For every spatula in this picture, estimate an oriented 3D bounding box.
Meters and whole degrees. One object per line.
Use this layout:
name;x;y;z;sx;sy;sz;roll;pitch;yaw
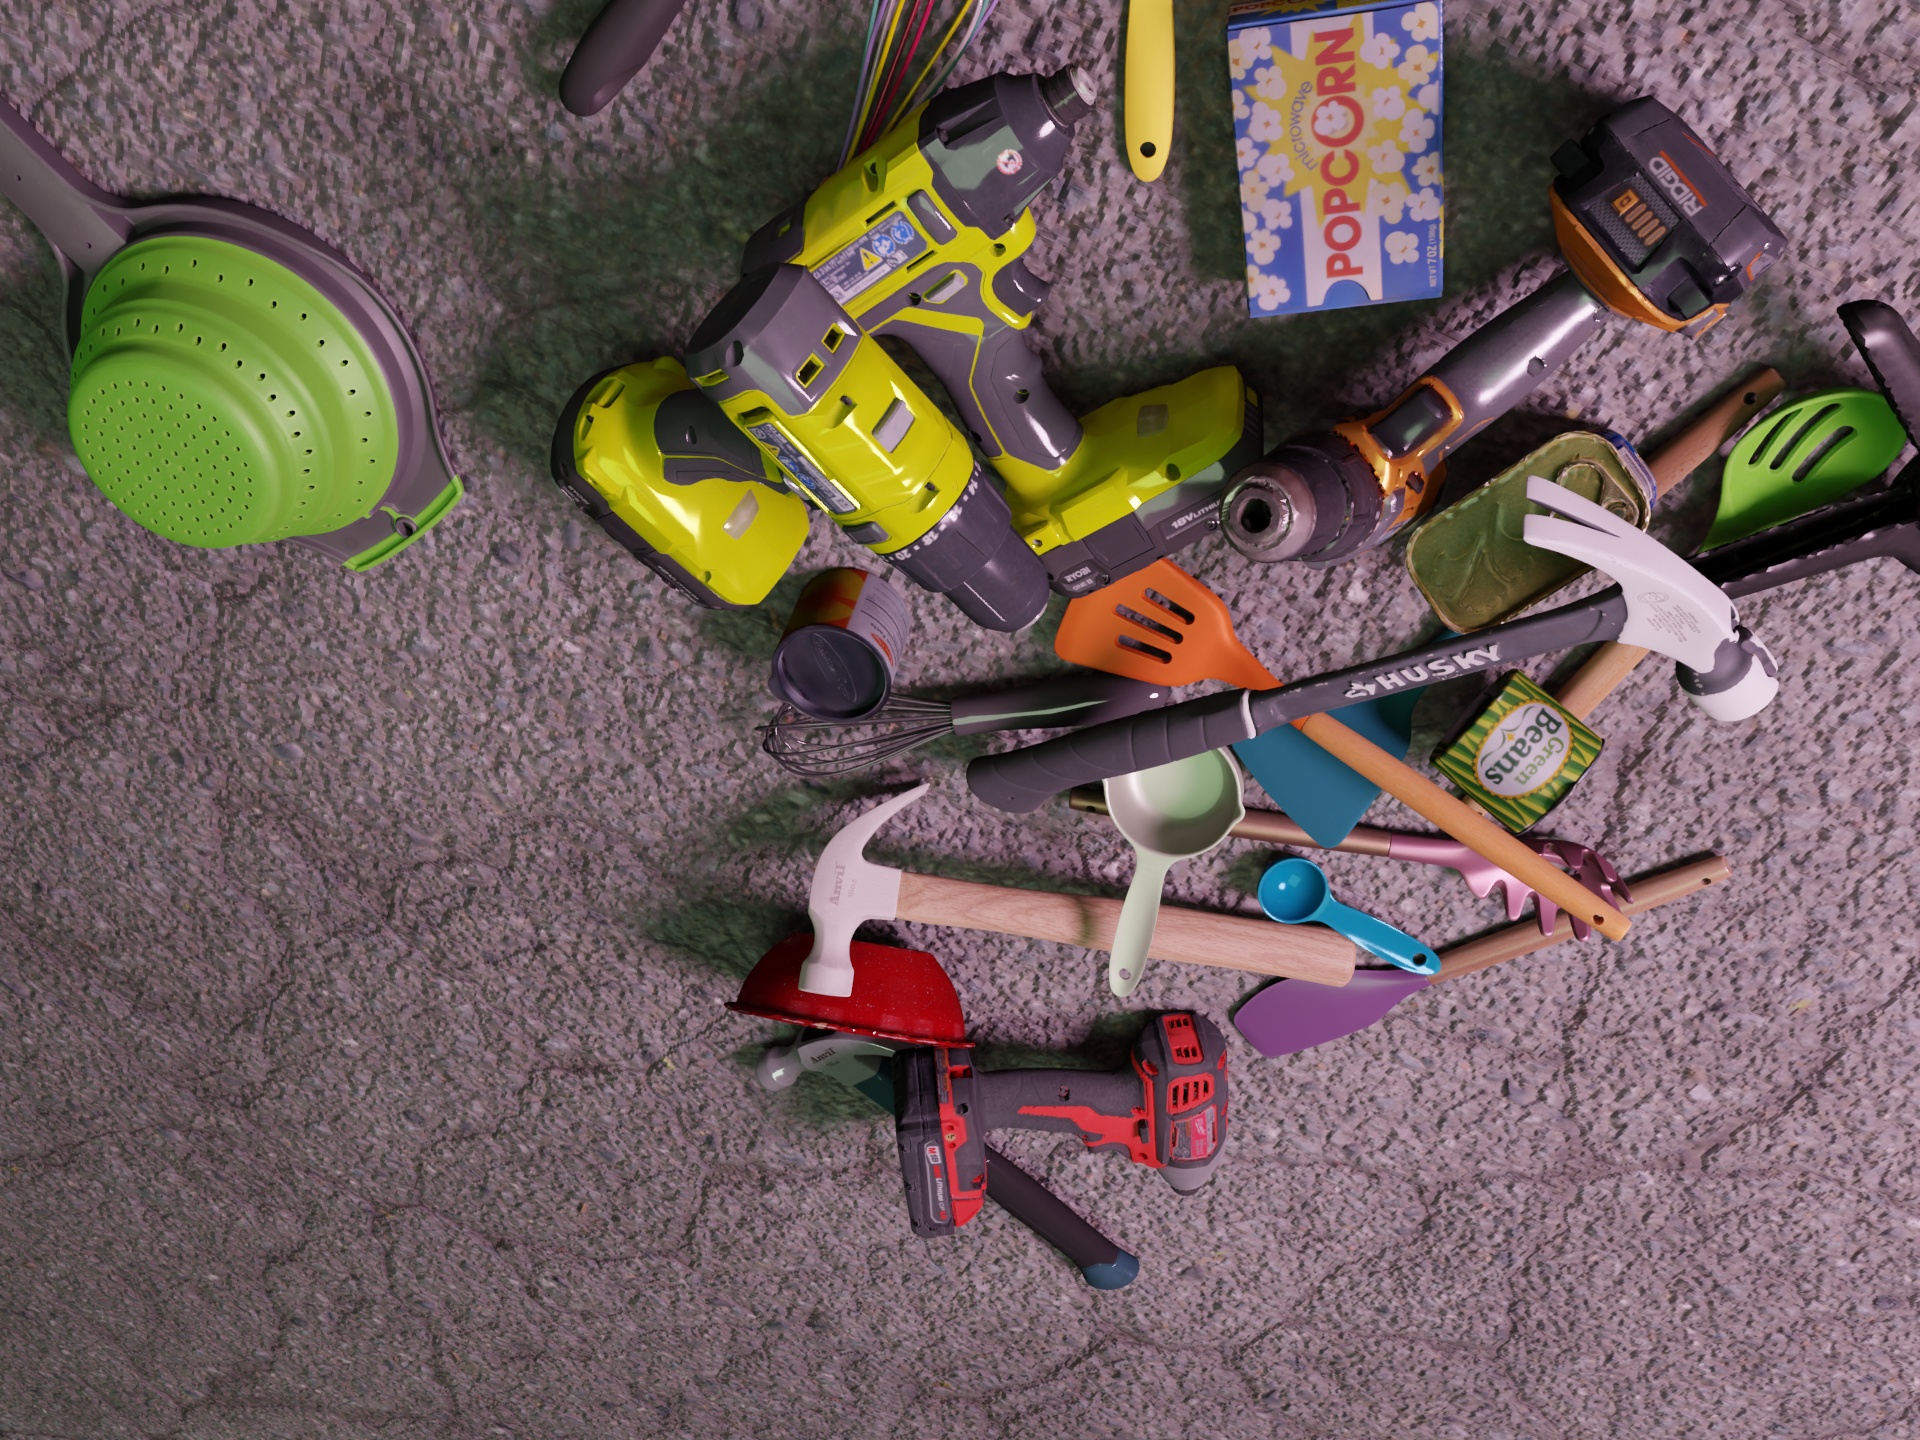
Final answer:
spatula;0.272;-0.058;0.795;0.082;0.044;0.317;49;124;8
spatula;0.197;0.016;0.819;0.323;0.041;0.081;36;116;16
spatula;0.306;0.143;0.963;0.316;0.018;0.059;-27;115;30

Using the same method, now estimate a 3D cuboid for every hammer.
hammer;0.151;-0.009;0.762;0.149;0.036;0.409;35;145;-32
hammer;0.075;0.118;0.953;0.331;0.130;0.031;8;170;-7
hammer;0.010;0.320;1.160;0.128;0.033;0.330;-32;115;33

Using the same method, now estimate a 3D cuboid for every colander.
colander;-0.438;-0.213;0.795;0.204;0.095;0.396;-28;118;29

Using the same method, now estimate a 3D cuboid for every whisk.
whisk;-0.002;-0.004;0.898;0.239;0.055;0.055;-7;126;12
whisk;-0.047;-0.255;0.711;0.051;0.047;0.245;27;132;-11
whisk;-0.082;-0.347;0.637;0.073;0.073;0.296;40;131;-19

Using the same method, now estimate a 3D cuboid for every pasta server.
pasta server;0.218;0.073;0.914;0.316;0.040;0.060;8;134;7

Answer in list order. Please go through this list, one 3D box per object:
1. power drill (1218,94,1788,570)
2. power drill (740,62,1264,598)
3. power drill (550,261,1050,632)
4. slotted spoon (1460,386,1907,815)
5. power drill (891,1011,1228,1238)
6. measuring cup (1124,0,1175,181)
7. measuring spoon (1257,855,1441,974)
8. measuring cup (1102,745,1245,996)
power drill;0.211;-0.144;0.655;0.226;0.185;0.084;-41;80;32
power drill;0.035;-0.171;0.715;0.171;0.080;0.223;-25;126;31
power drill;-0.077;-0.108;0.738;0.190;0.080;0.228;43;157;-29
slotted spoon;0.342;-0.046;0.800;0.070;0.031;0.313;17;132;-15
power drill;0.070;0.272;1.059;0.219;0.079;0.143;-7;123;-1
measuring cup;0.077;-0.297;0.656;0.062;0.029;0.156;3;127;10
measuring spoon;0.233;0.118;0.956;0.128;0.021;0.042;29;105;-11
measuring cup;0.113;0.078;0.908;0.083;0.038;0.167;17;109;14
